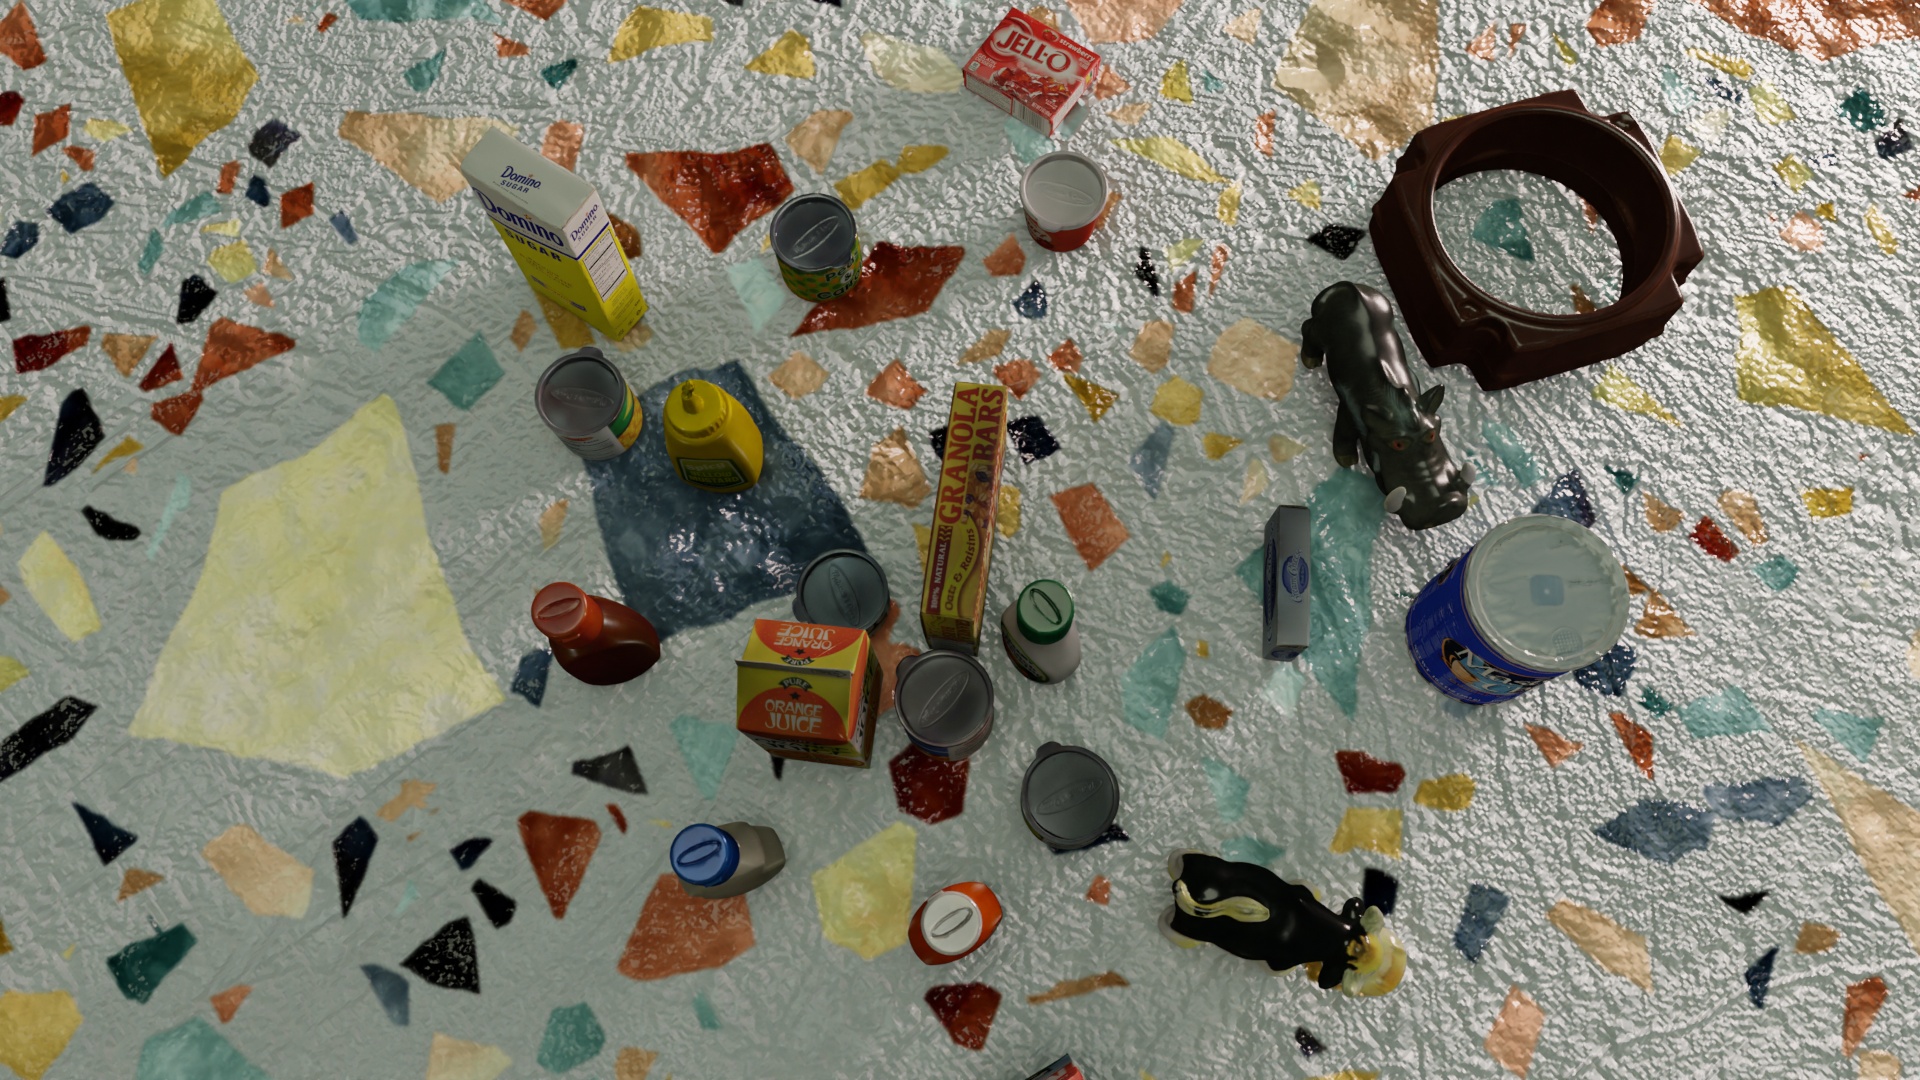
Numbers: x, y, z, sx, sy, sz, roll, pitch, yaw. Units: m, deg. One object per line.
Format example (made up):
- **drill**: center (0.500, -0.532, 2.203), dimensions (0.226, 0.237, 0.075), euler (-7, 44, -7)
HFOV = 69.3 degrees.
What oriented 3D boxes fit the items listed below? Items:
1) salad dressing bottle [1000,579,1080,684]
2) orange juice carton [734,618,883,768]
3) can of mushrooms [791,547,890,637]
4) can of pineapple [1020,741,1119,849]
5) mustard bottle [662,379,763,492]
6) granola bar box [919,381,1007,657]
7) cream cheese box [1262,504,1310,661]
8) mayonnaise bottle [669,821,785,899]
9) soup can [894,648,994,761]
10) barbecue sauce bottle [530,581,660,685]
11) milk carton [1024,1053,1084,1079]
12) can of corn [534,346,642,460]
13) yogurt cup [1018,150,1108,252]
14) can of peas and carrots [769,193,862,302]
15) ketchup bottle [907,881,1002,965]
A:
- **salad dressing bottle**: center (0.055, 0.060, 0.940), dimensions (0.044, 0.147, 0.064), euler (-37, 76, -8)
- **orange juice carton**: center (-0.097, 0.100, 0.909), dimensions (0.072, 0.192, 0.073), euler (7, 74, 3)
- **can of mushrooms**: center (-0.086, 0.042, 1.008), dimensions (0.071, 0.033, 0.071), euler (0, 74, 1)
- **can of pineapple**: center (0.074, 0.175, 0.953), dimensions (0.071, 0.057, 0.071), euler (0, 74, 1)
- **mustard bottle**: center (-0.180, -0.077, 0.980), dimensions (0.065, 0.160, 0.049), euler (1, 74, 2)
- **granola bar box**: center (0.003, -0.012, 0.975), dimensions (0.039, 0.124, 0.166), euler (7, 74, 4)
- **cream cheese box**: center (0.233, 0.032, 0.994), dimensions (0.024, 0.053, 0.104), euler (4, 74, 3)
- **mayonnaise bottle**: center (-0.154, 0.207, 0.902), dimensions (0.065, 0.147, 0.041), euler (-24, 75, -5)
- **soup can**: center (-0.012, 0.113, 0.959), dimensions (0.071, 0.083, 0.071), euler (0, 74, 1)
- **barbecue sauce bottle**: center (-0.251, 0.064, 0.946), dimensions (0.065, 0.148, 0.044), euler (-20, 75, -4)
- **milk carton**: center (0.055, 0.363, 0.829), dimensions (0.073, 0.190, 0.072), euler (-29, 75, -7)
- **can of corn**: center (-0.277, -0.102, 1.042), dimensions (0.071, 0.058, 0.071), euler (0, 74, 1)
- **yogurt cup**: center (0.079, -0.261, 1.084), dimensions (0.072, 0.053, 0.072), euler (0, 74, 1)
- **can of peas and carrots**: center (-0.109, -0.224, 1.074), dimensions (0.071, 0.058, 0.071), euler (0, 74, 1)
- **ketchup bottle**: center (-0.004, 0.244, 0.887), dimensions (0.065, 0.148, 0.043), euler (-32, 76, -7)
